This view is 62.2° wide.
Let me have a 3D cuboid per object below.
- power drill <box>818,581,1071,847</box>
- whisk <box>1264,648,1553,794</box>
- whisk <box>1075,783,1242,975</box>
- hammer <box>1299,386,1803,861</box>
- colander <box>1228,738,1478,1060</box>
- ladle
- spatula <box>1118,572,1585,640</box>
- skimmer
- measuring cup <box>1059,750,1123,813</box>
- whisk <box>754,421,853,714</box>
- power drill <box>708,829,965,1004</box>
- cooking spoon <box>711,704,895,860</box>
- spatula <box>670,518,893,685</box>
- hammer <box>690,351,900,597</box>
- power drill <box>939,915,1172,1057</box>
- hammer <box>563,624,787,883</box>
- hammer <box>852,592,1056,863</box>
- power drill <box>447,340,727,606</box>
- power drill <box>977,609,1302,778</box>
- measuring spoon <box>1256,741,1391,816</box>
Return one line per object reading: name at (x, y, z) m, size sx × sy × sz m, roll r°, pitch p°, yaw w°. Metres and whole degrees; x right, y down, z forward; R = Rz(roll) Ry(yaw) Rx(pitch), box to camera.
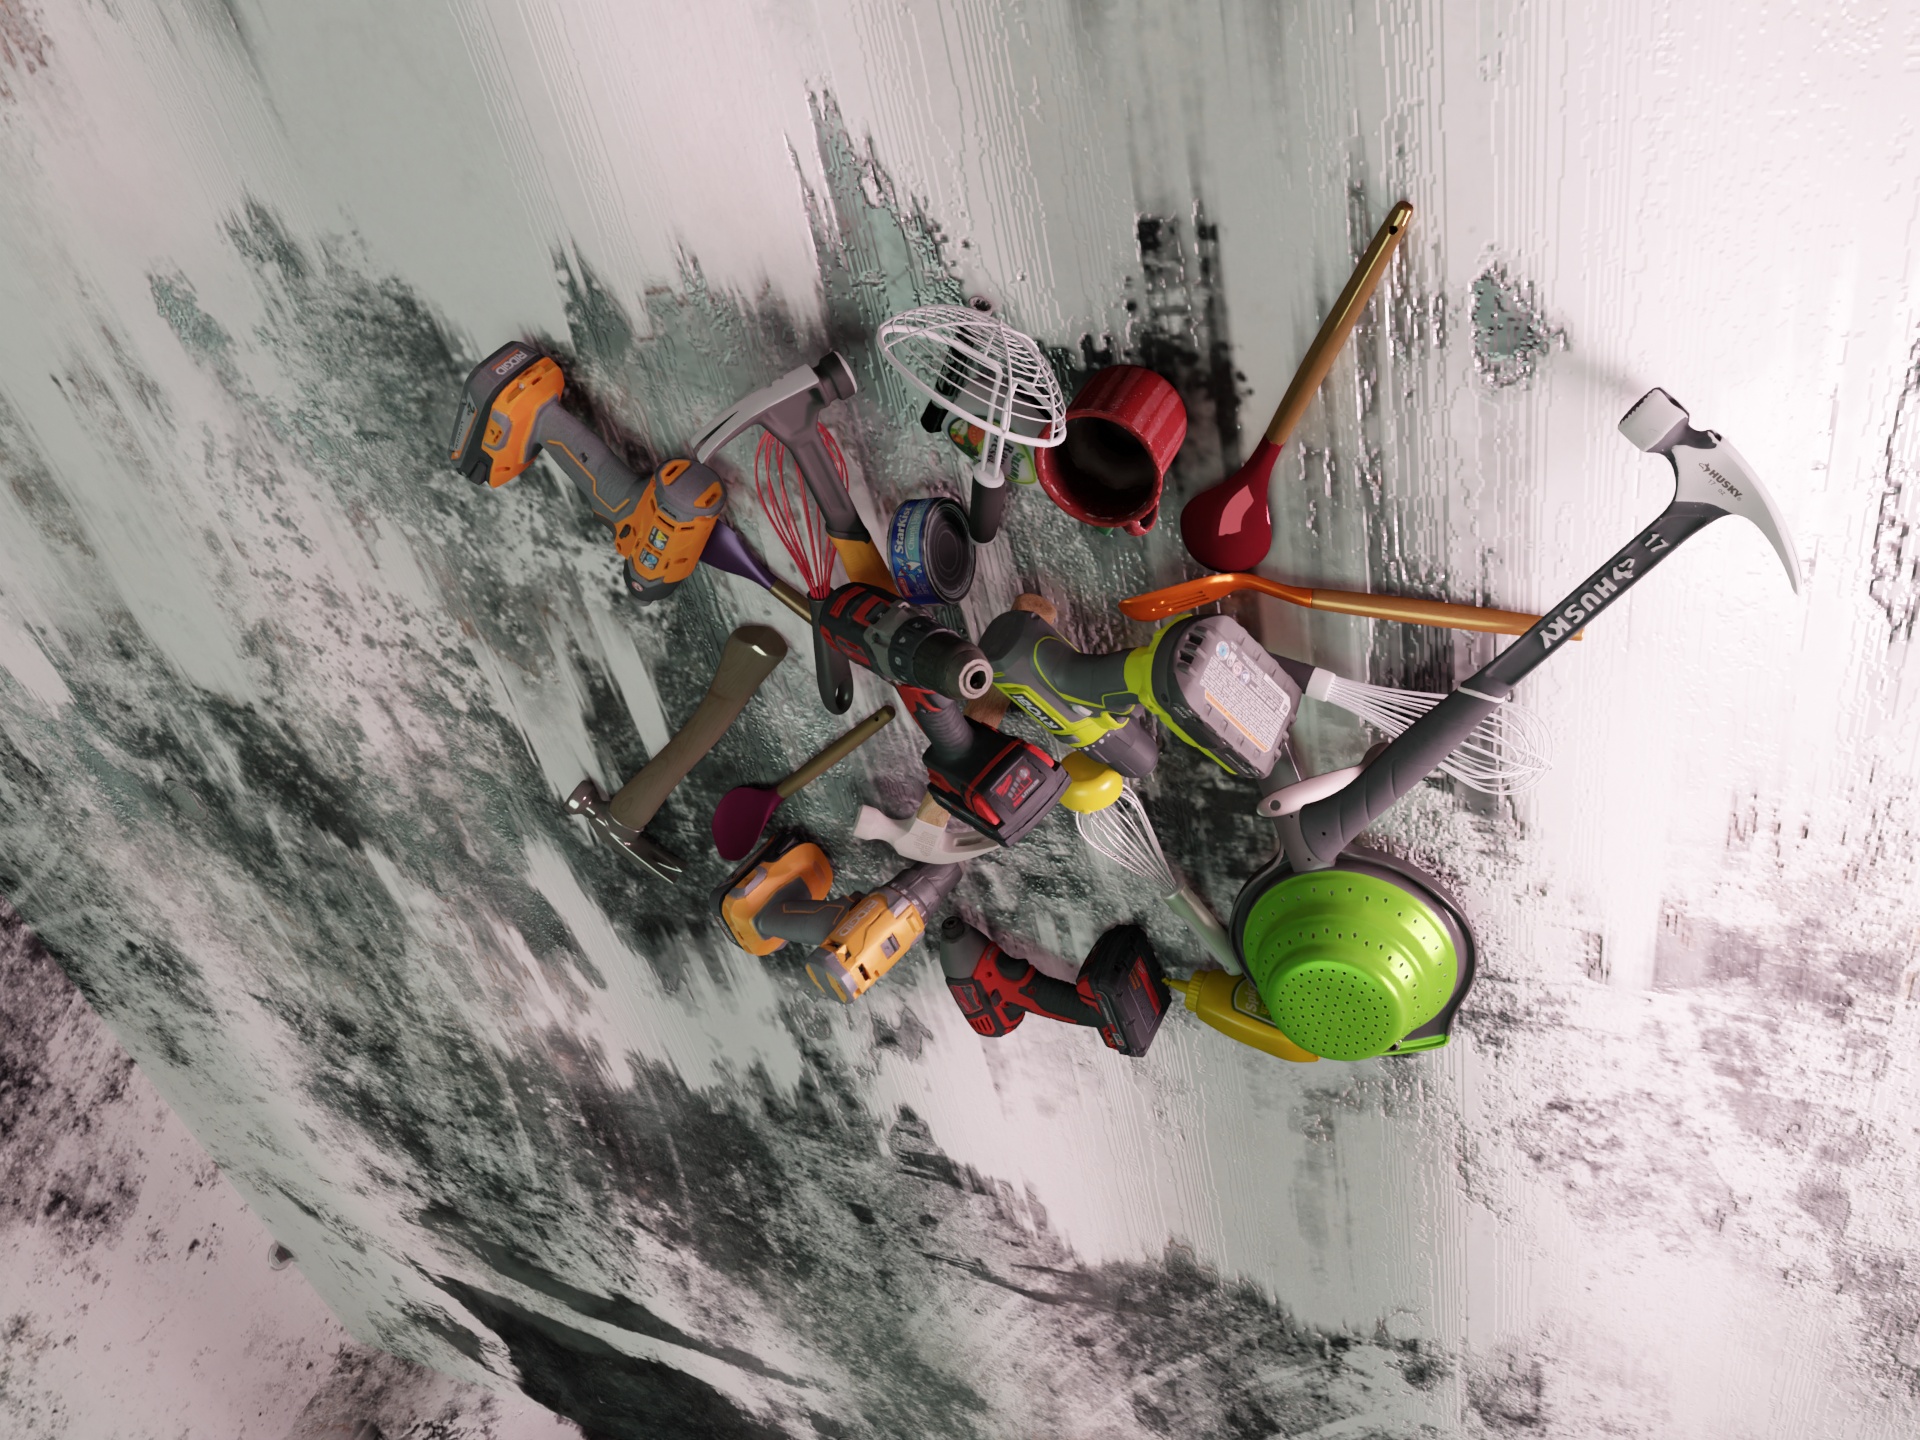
power drill at (-0.002, -0.004, 1.231) m, size 0.188 × 0.080 × 0.226 m, roll 28°, pitch 159°, yaw 51°
whisk at (0.299, -0.015, 1.182) m, size 0.285 × 0.070 × 0.070 m, roll 21°, pitch 137°, yaw 17°
whisk at (0.182, 0.144, 1.407) m, size 0.246 × 0.059 × 0.058 m, roll 49°, pitch 174°, yaw -23°
hammer at (0.371, -0.028, 1.075) m, size 0.149 × 0.036 × 0.408 m, roll 44°, pitch 128°, yaw 6°
colander at (0.280, 0.141, 1.276) m, size 0.204 × 0.094 × 0.396 m, roll -13°, pitch 114°, yaw 30°
ladle at (0.224, -0.210, 1.069) m, size 0.069 × 0.031 × 0.315 m, roll 28°, pitch 136°, yaw 4°
spatula at (0.277, -0.076, 1.146) m, size 0.323 × 0.041 × 0.081 m, roll 9°, pitch 176°, yaw 19°
skimmer at (0.005, -0.170, 1.072) m, size 0.127 × 0.090 × 0.363 m, roll 35°, pitch 167°, yaw 7°
measuring cup at (0.059, 0.048, 1.356) m, size 0.156 × 0.062 × 0.029 m, roll 0°, pitch 132°, yaw 13°
whisk at (-0.117, -0.121, 1.314) m, size 0.073 × 0.073 × 0.295 m, roll 12°, pitch 133°, yaw 21°
power drill at (-0.116, 0.172, 1.543) m, size 0.226 × 0.185 × 0.084 m, roll 13°, pitch 137°, yaw 47°
cooking spoon at (-0.158, 0.059, 1.539) m, size 0.319 × 0.017 × 0.069 m, roll -35°, pitch 68°, yaw 43°
spatula at (-0.144, -0.102, 1.390) m, size 0.316 × 0.018 × 0.059 m, roll 36°, pitch 138°, yaw -3°
hammer at (-0.087, -0.128, 1.257) m, size 0.127 × 0.034 × 0.336 m, roll -30°, pitch 135°, yaw -3°
power drill at (0.081, 0.251, 1.545) m, size 0.220 × 0.079 × 0.143 m, roll -1°, pitch 128°, yaw 35°
hammer at (-0.264, 0.034, 1.574) m, size 0.146 × 0.038 × 0.410 m, roll 38°, pitch 137°, yaw -8°
hammer at (0.012, 0.016, 1.383) m, size 0.130 × 0.031 × 0.331 m, roll 19°, pitch 134°, yaw -8°
power drill at (-0.318, -0.197, 1.352) m, size 0.226 × 0.084 × 0.164 m, roll 35°, pitch 138°, yaw -1°
power drill at (0.142, -0.012, 1.215) m, size 0.190 × 0.080 × 0.228 m, roll 39°, pitch 159°, yaw -31°
measuring spoon at (0.286, 0.050, 1.221) m, size 0.124 × 0.018 × 0.034 m, roll -20°, pitch 93°, yaw -3°
